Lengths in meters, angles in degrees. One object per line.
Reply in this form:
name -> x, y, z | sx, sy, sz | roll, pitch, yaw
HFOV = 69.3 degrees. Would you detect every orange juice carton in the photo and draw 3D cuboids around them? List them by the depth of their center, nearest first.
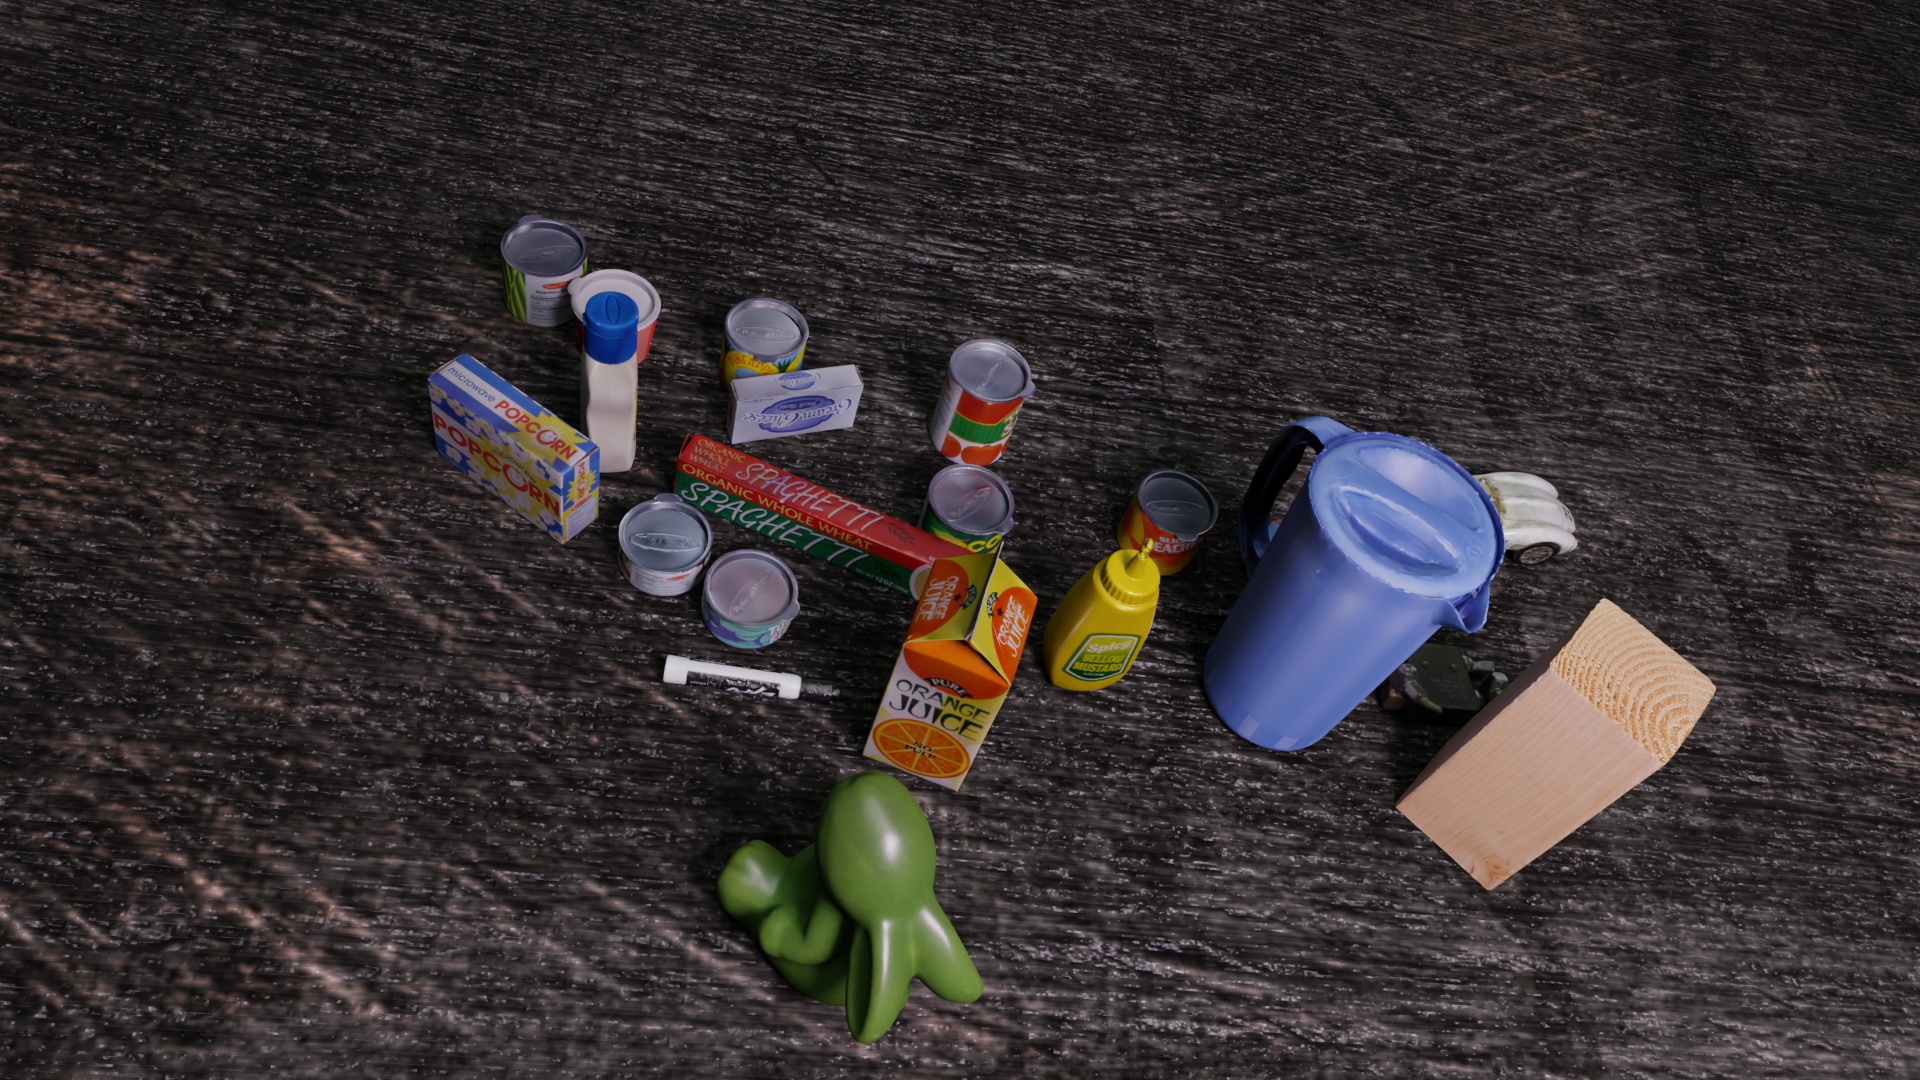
orange juice carton -> -0.004, 0.080, 0.902 | 0.073, 0.191, 0.072 | 21, 52, 0

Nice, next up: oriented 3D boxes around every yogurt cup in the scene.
yogurt cup -> -0.274, -0.173, 1.102 | 0.072, 0.053, 0.073 | 8, 53, -10

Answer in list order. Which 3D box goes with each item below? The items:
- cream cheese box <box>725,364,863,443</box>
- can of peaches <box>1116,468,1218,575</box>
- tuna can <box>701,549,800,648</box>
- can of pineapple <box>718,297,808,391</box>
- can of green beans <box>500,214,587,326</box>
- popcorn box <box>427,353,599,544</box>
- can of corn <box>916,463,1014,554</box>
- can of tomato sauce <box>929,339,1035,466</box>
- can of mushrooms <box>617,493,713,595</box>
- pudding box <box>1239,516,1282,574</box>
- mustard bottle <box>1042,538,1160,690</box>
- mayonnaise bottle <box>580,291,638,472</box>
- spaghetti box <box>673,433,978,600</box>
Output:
cream cheese box -> -0.132, -0.108, 1.094 | 0.104, 0.053, 0.024 | -11, 58, -23
can of peaches -> 0.164, -0.012, 1.104 | 0.071, 0.057, 0.071 | 8, 53, -10
tuna can -> -0.148, 0.043, 0.990 | 0.071, 0.032, 0.071 | 8, 53, -10
can of pineapple -> -0.160, -0.151, 1.116 | 0.071, 0.057, 0.071 | 8, 53, -10
can of green beans -> -0.333, -0.214, 1.114 | 0.071, 0.057, 0.071 | 8, 53, -10
popcorn box -> -0.318, -0.065, 0.990 | 0.127, 0.084, 0.038 | 34, 53, 10
can of corn -> 0.004, -0.013, 1.060 | 0.071, 0.058, 0.071 | 8, 53, -10
can of tomato sauce -> 0.017, -0.109, 1.119 | 0.071, 0.082, 0.071 | 8, 53, -10
can of mushrooms -> -0.213, 0.003, 1.001 | 0.071, 0.033, 0.071 | 8, 53, -10
pudding box -> 0.272, 0.024, 1.114 | 0.084, 0.049, 0.030 | 35, 53, 11
mustard bottle -> 0.104, 0.049, 0.977 | 0.065, 0.159, 0.049 | 2, 54, -14
mayonnaise bottle -> -0.254, -0.115, 1.005 | 0.041, 0.147, 0.065 | -3, 55, -18
spaghetti box -> -0.096, -0.009, 1.034 | 0.250, 0.050, 0.029 | 23, 52, 2
